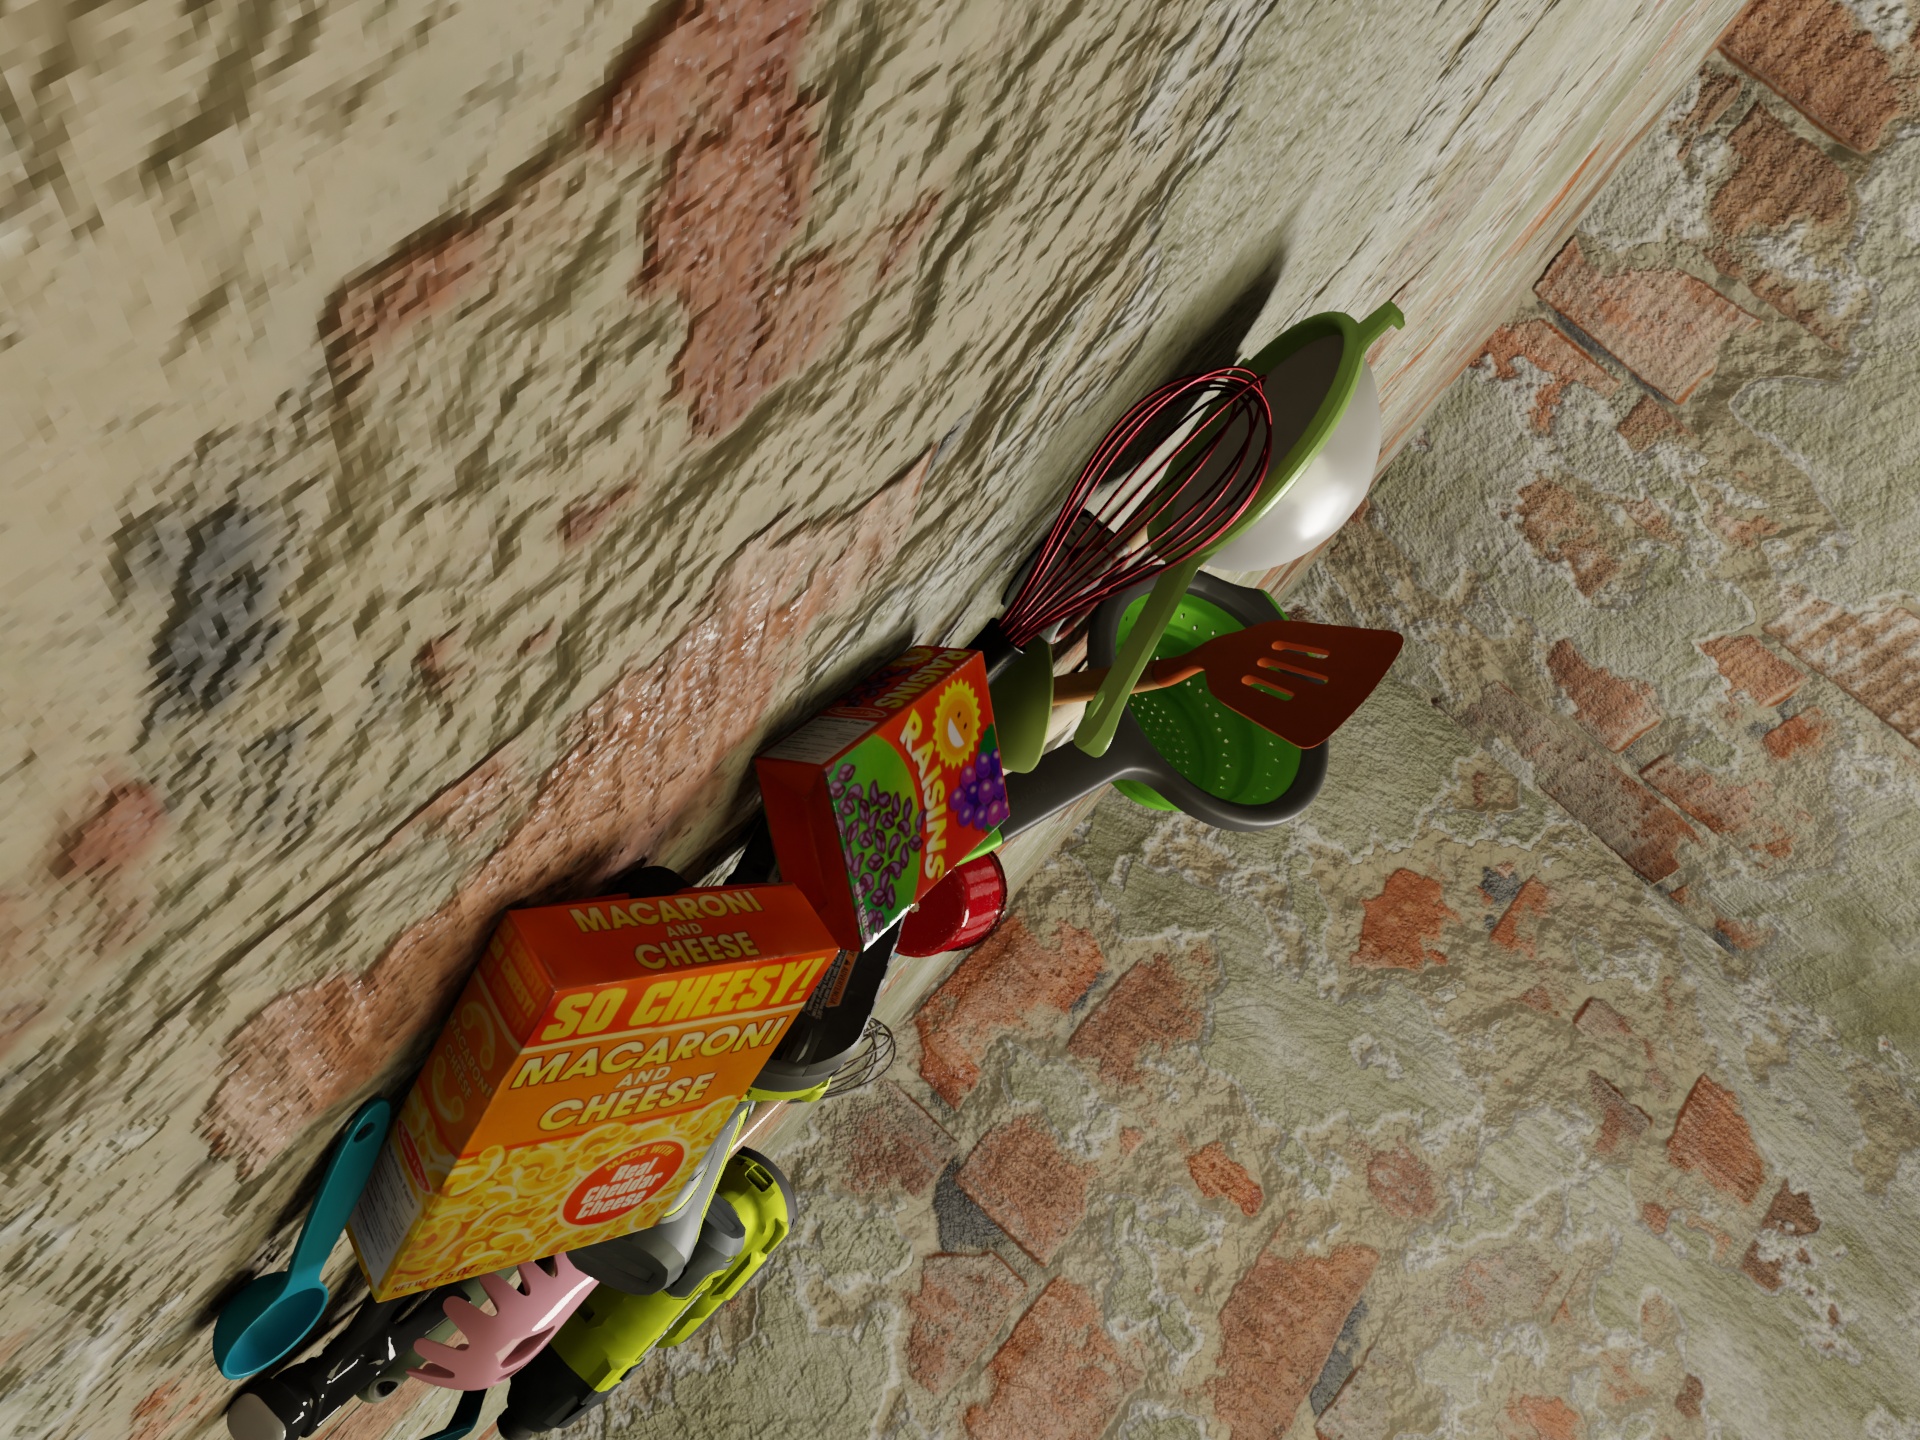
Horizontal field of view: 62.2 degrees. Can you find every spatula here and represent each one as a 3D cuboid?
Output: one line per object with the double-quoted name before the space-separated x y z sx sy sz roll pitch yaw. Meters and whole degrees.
"spatula" -0.268 0.344 0.923 0.082 0.044 0.317 -39 -172 20
"spatula" 0.103 -0.017 0.870 0.081 0.041 0.323 -46 -163 -22

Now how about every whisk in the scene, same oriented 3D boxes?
"whisk" 0.037 -0.054 0.752 0.296 0.073 0.073 -44 173 14
"whisk" -0.146 0.256 1.059 0.239 0.055 0.055 -22 159 -28
"whisk" -0.244 0.284 0.876 0.246 0.059 0.057 -45 134 0

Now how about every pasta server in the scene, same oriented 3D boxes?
"pasta server" -0.161 0.247 0.845 0.316 0.040 0.060 -35 154 -55

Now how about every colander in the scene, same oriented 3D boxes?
"colander" 0.102 0.024 1.081 0.397 0.204 0.094 -26 170 -42

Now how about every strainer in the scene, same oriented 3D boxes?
"strainer" 0.142 -0.082 0.798 0.256 0.069 0.151 -60 -162 -10

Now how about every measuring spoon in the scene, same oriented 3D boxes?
"measuring spoon" -0.230 0.176 0.555 0.128 0.021 0.042 -61 159 18

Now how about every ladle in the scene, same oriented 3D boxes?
"ladle" 0.108 -0.099 0.909 0.320 0.062 0.078 -49 -177 -20

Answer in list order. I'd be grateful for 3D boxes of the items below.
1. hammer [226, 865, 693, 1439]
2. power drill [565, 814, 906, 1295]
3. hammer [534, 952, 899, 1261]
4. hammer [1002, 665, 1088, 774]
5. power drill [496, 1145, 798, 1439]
"hammer" -0.197 0.182 0.673 0.336 0.034 0.127 -53 170 26
"power drill" -0.106 0.145 0.760 0.228 0.080 0.191 -56 -171 42
"hammer" -0.165 0.272 1.130 0.331 0.033 0.128 -45 171 -10
"hammer" 0.025 0.030 1.135 0.146 0.038 0.410 -51 171 23
"power drill" -0.187 0.344 0.972 0.171 0.080 0.223 -48 171 0
